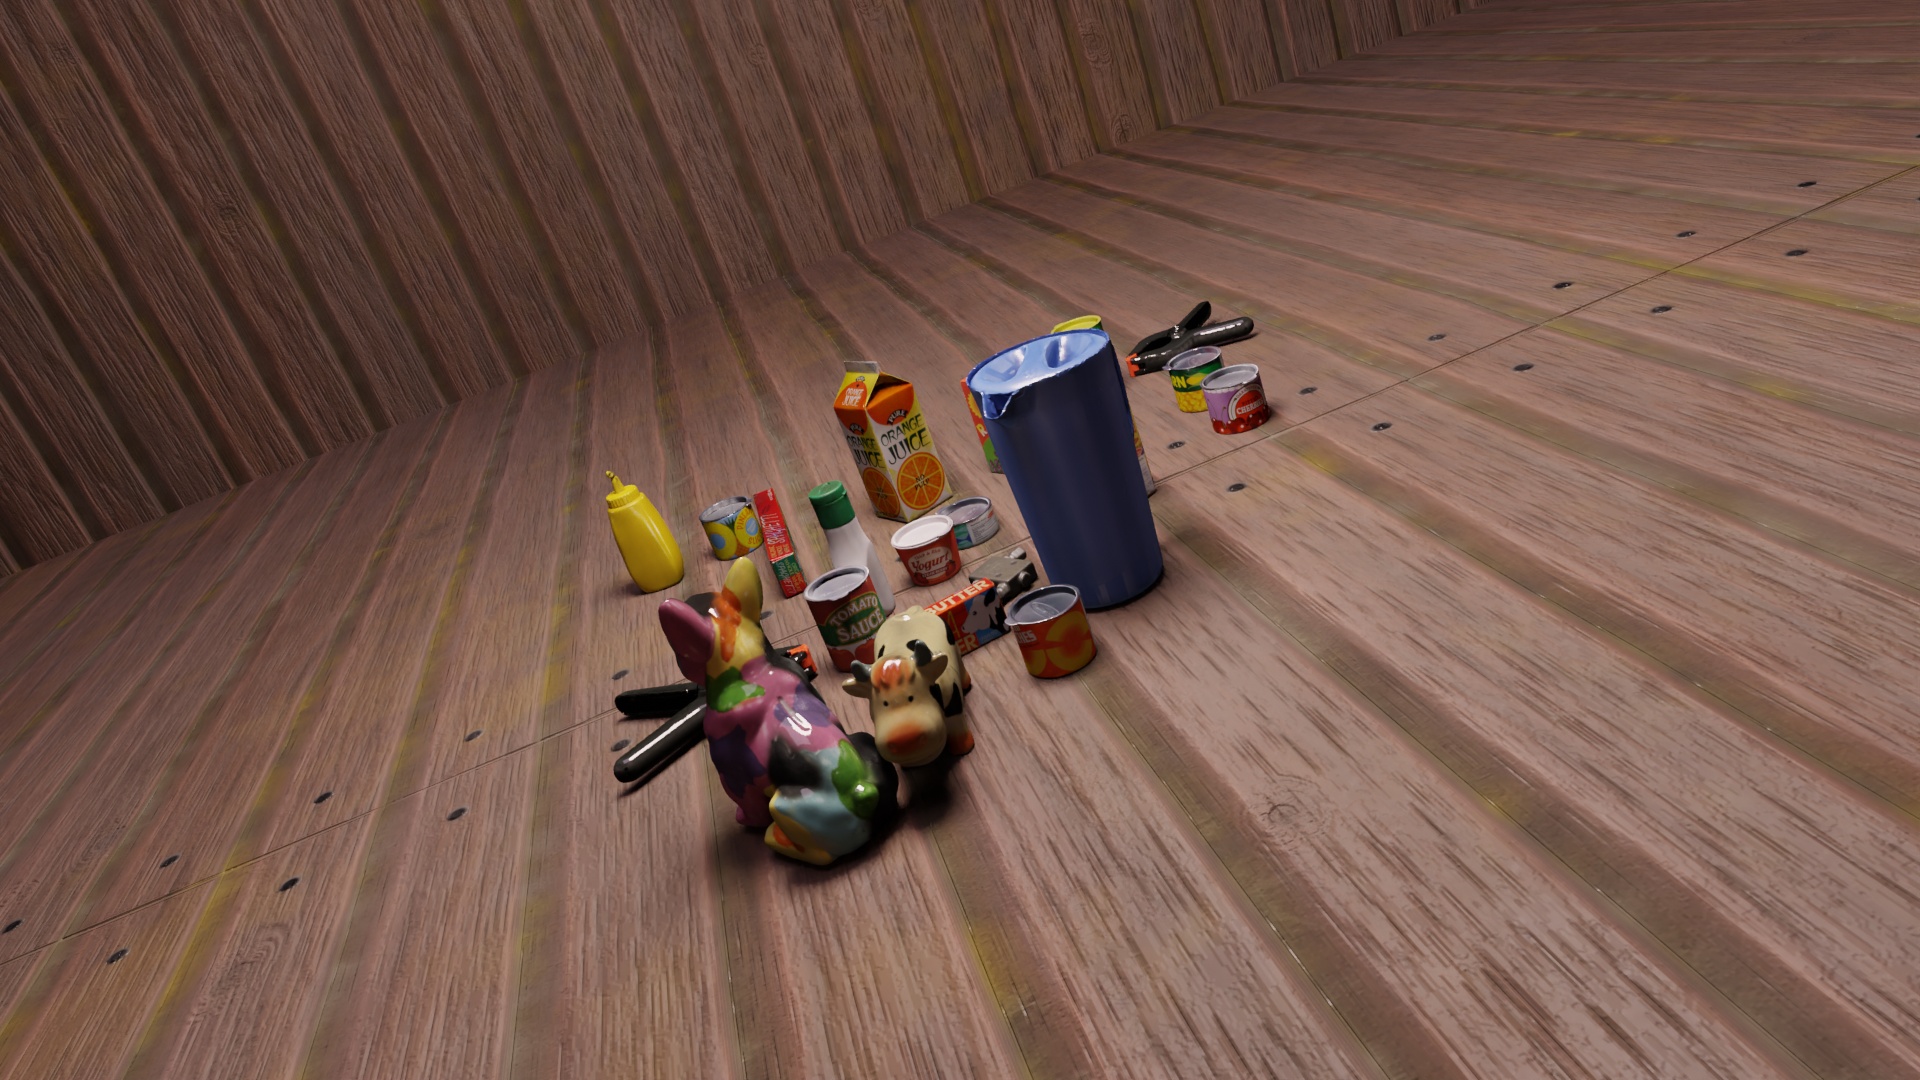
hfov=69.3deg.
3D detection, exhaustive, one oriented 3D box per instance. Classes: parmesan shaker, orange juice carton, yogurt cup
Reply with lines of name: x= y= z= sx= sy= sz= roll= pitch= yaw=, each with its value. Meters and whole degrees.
parmesan shaker: x=0.161 y=-0.229 z=1.786 sx=0.071 sy=0.102 sz=0.071 roll=-17 pitch=22 yaw=7
orange juice carton: x=-0.085 y=-0.123 z=1.633 sx=0.073 sy=0.192 sz=0.072 roll=-33 pitch=25 yaw=-28
yogurt cup: x=-0.033 y=0.012 z=1.465 sx=0.072 sy=0.053 sz=0.073 roll=-17 pitch=23 yaw=7

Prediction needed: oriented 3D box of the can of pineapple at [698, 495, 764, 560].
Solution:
can of pineapple: x=-0.282 y=-0.016 z=1.728 sx=0.071 sy=0.057 sz=0.071 roll=-17 pitch=23 yaw=7

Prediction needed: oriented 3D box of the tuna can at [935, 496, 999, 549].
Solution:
tuna can: x=0.005 y=-0.019 z=1.530 sx=0.071 sy=0.032 sz=0.071 roll=-17 pitch=23 yaw=7

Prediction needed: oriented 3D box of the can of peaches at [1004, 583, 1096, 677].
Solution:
can of peaches: x=0.078 y=0.080 z=1.213 sx=0.071 sy=0.058 sz=0.071 roll=-17 pitch=23 yaw=7

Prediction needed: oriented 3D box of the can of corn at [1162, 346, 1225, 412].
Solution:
can of corn: x=0.283 y=-0.191 z=1.657 sx=0.071 sy=0.058 sz=0.071 roll=-17 pitch=23 yaw=7

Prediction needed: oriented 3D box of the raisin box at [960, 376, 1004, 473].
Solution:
raisin box: x=0.058 y=-0.141 z=1.645 sx=0.040 sy=0.123 sz=0.086 roll=-35 pitch=26 yaw=-32

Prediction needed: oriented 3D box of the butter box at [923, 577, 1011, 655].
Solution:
butter box: x=-0.008 y=0.081 z=1.289 sx=0.104 sy=0.053 sz=0.024 roll=-26 pitch=23 yaw=-14

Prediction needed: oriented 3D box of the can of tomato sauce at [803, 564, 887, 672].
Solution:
can of tomato sauce: x=-0.105 y=0.076 z=1.341 sx=0.071 sy=0.082 sz=0.071 roll=-17 pitch=22 yaw=7

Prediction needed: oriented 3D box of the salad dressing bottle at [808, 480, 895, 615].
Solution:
salad dressing bottle: x=-0.111 y=0.011 z=1.409 sx=0.044 sy=0.147 sz=0.064 roll=-14 pitch=23 yaw=15

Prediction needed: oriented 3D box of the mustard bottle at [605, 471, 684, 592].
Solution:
mustard bottle: x=-0.390 y=-0.016 z=1.685 sx=0.065 sy=0.159 sz=0.049 roll=-17 pitch=22 yaw=7

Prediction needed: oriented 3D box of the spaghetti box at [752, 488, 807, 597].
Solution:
spaghetti box: x=-0.216 y=-0.001 z=1.649 sx=0.029 sy=0.050 sz=0.251 roll=-22 pitch=23 yaw=-5

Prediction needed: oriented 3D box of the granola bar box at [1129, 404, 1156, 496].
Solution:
granola bar box: x=0.122 y=-0.103 z=1.505 sx=0.039 sy=0.123 sz=0.165 roll=-36 pitch=27 yaw=-33

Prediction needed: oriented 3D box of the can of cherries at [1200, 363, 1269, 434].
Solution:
can of cherries: x=0.310 y=-0.158 z=1.560 sx=0.071 sy=0.058 sz=0.072 roll=-17 pitch=23 yaw=7
